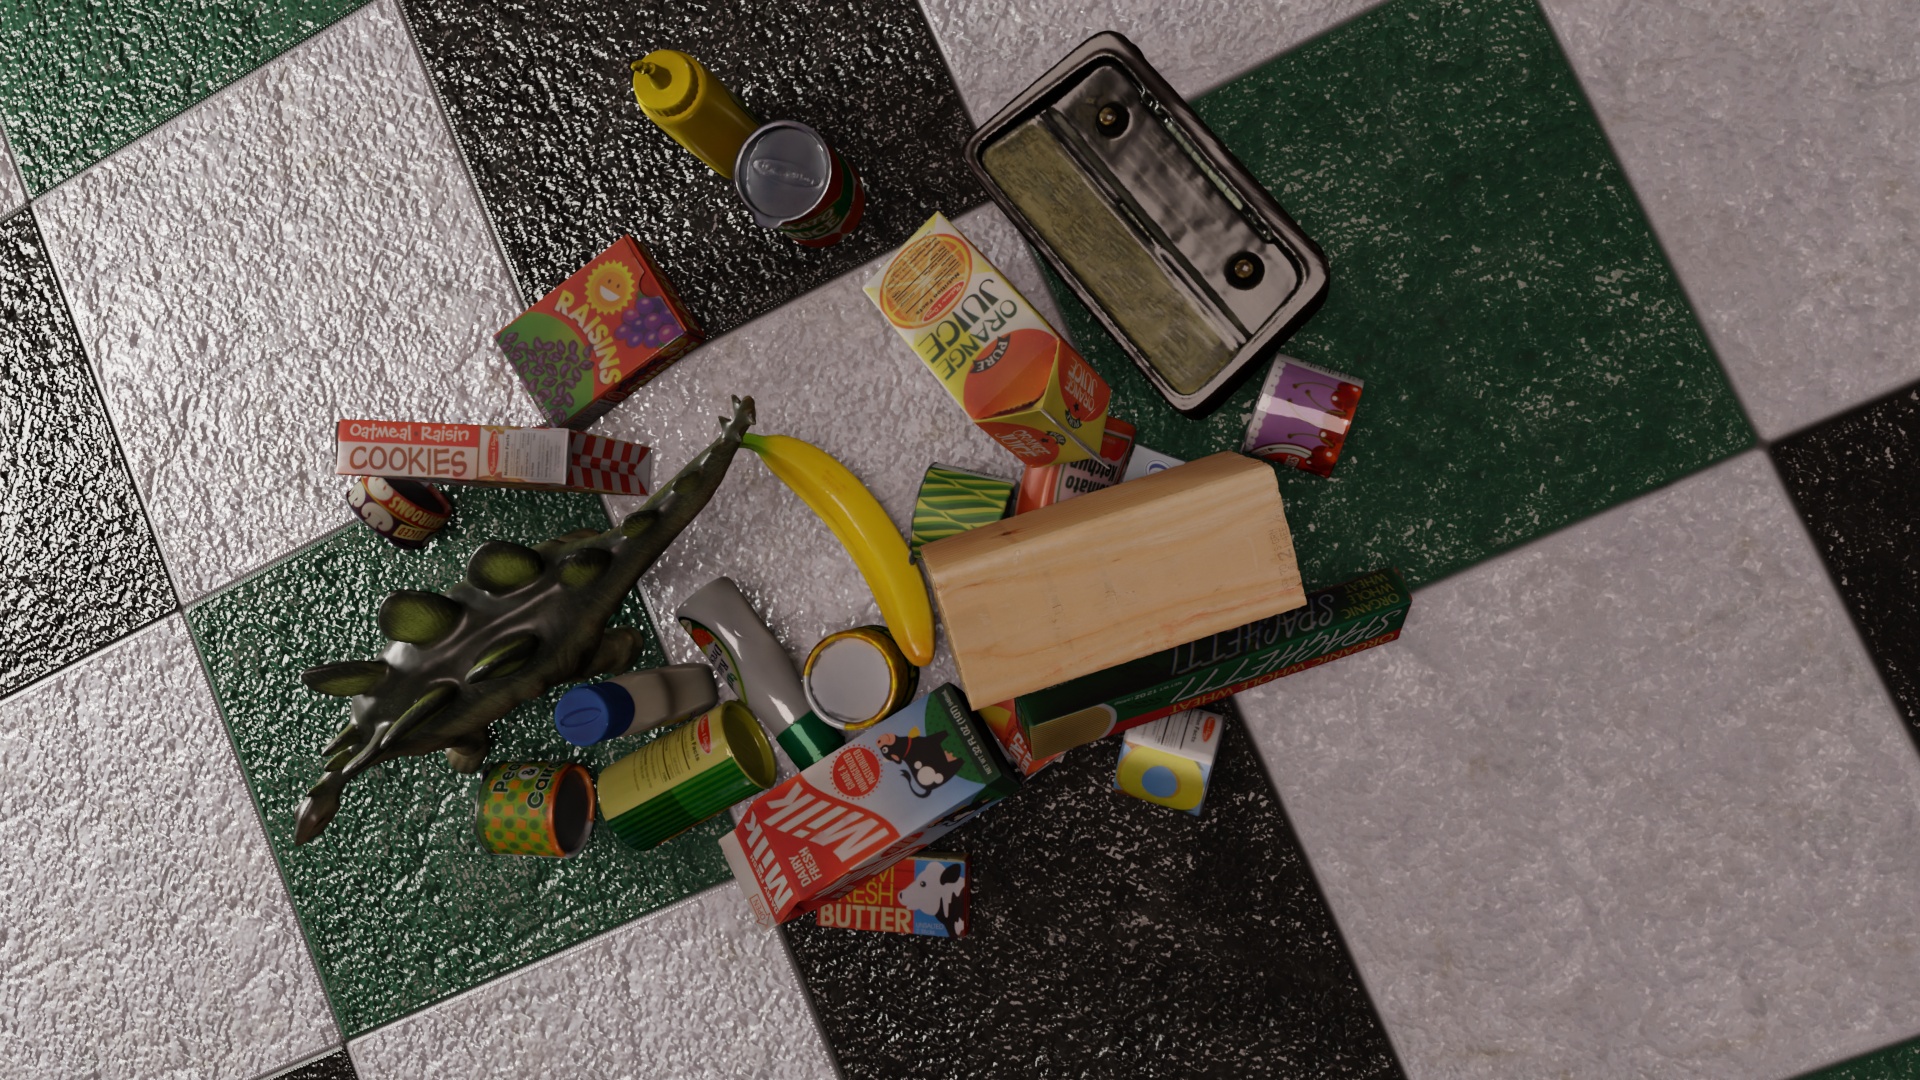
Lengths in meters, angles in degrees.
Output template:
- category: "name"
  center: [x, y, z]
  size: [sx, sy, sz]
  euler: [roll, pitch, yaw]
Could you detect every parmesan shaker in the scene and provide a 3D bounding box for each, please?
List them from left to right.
- category: "parmesan shaker"
  center: [-0.187, 0.160, 0.951]
  size: [0.103, 0.071, 0.071]
  euler: [-29, 84, 11]

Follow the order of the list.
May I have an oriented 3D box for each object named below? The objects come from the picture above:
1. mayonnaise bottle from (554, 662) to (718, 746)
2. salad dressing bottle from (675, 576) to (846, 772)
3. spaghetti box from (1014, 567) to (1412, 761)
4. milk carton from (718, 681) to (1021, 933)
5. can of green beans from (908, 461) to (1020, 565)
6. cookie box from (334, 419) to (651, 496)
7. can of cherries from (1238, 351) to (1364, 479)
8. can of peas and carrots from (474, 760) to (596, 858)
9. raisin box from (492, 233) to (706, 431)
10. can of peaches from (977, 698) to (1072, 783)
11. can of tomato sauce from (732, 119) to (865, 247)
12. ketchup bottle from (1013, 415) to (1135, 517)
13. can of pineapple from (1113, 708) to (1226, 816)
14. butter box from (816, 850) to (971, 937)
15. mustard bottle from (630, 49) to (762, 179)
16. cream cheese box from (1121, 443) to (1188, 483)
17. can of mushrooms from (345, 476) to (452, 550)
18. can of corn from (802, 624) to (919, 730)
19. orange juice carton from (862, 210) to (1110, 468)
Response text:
- category: "mayonnaise bottle"
  center: [-0.215, 0.108, 0.913]
  size: [0.065, 0.148, 0.041]
  euler: [-17, 86, 12]
- category: "salad dressing bottle"
  center: [-0.133, 0.094, 0.942]
  size: [0.044, 0.064, 0.148]
  euler: [-36, 84, -26]
- category: "spaghetti box"
  center: [0.155, 0.075, 0.848]
  size: [0.250, 0.050, 0.029]
  euler: [-17, 57, -6]
- category: "milk carton"
  center: [-0.063, 0.176, 0.901]
  size: [0.190, 0.073, 0.072]
  euler: [-31, 70, 3]
- category: "can of green beans"
  center: [0.004, -0.014, 0.911]
  size: [0.058, 0.071, 0.071]
  euler: [13, 92, 11]
- category: "cookie box"
  center: [-0.316, -0.057, 0.951]
  size: [0.167, 0.123, 0.040]
  euler: [3, 90, 12]
- category: "can of cherries"
  center: [0.213, -0.075, 0.868]
  size: [0.058, 0.071, 0.071]
  euler: [20, 94, 10]
- category: "can of peas and carrots"
  center: [-0.296, 0.186, 0.970]
  size: [0.059, 0.071, 0.071]
  euler: [0, 89, 11]
- category: "raisin box"
  center: [-0.255, -0.144, 0.982]
  size: [0.123, 0.040, 0.086]
  euler: [-34, 82, 9]
- category: "can of peaches"
  center: [0.051, 0.113, 0.898]
  size: [0.071, 0.071, 0.058]
  euler: [-38, 81, 9]
- category: "can of tomato sauce"
  center: [-0.106, -0.234, 0.929]
  size: [0.071, 0.083, 0.071]
  euler: [0, 90, 12]
- category: "ketchup bottle"
  center: [0.062, -0.014, 0.904]
  size: [0.043, 0.065, 0.148]
  euler: [28, 101, 52]
- category: "can of pineapple"
  center: [0.133, 0.137, 0.882]
  size: [0.058, 0.071, 0.071]
  euler: [14, 92, 13]
- category: "butter box"
  center: [-0.045, 0.236, 0.939]
  size: [0.103, 0.024, 0.053]
  euler: [1, 89, 12]
- category: "mustard bottle"
  center: [-0.174, -0.283, 0.906]
  size: [0.049, 0.160, 0.065]
  euler: [-45, 82, 7]
- category: "cream cheese box"
  center: [0.122, -0.006, 0.907]
  size: [0.053, 0.024, 0.103]
  euler: [20, 93, 10]
- category: "can of mushrooms"
  center: [-0.401, -0.025, 0.996]
  size: [0.071, 0.071, 0.033]
  euler: [43, 96, 9]
- category: "can of corn"
  center: [-0.064, 0.089, 0.928]
  size: [0.071, 0.058, 0.071]
  euler: [0, 90, 12]
- category: "orange juice carton"
  center: [0.024, -0.115, 0.865]
  size: [0.073, 0.071, 0.193]
  euler: [-44, 53, 9]
